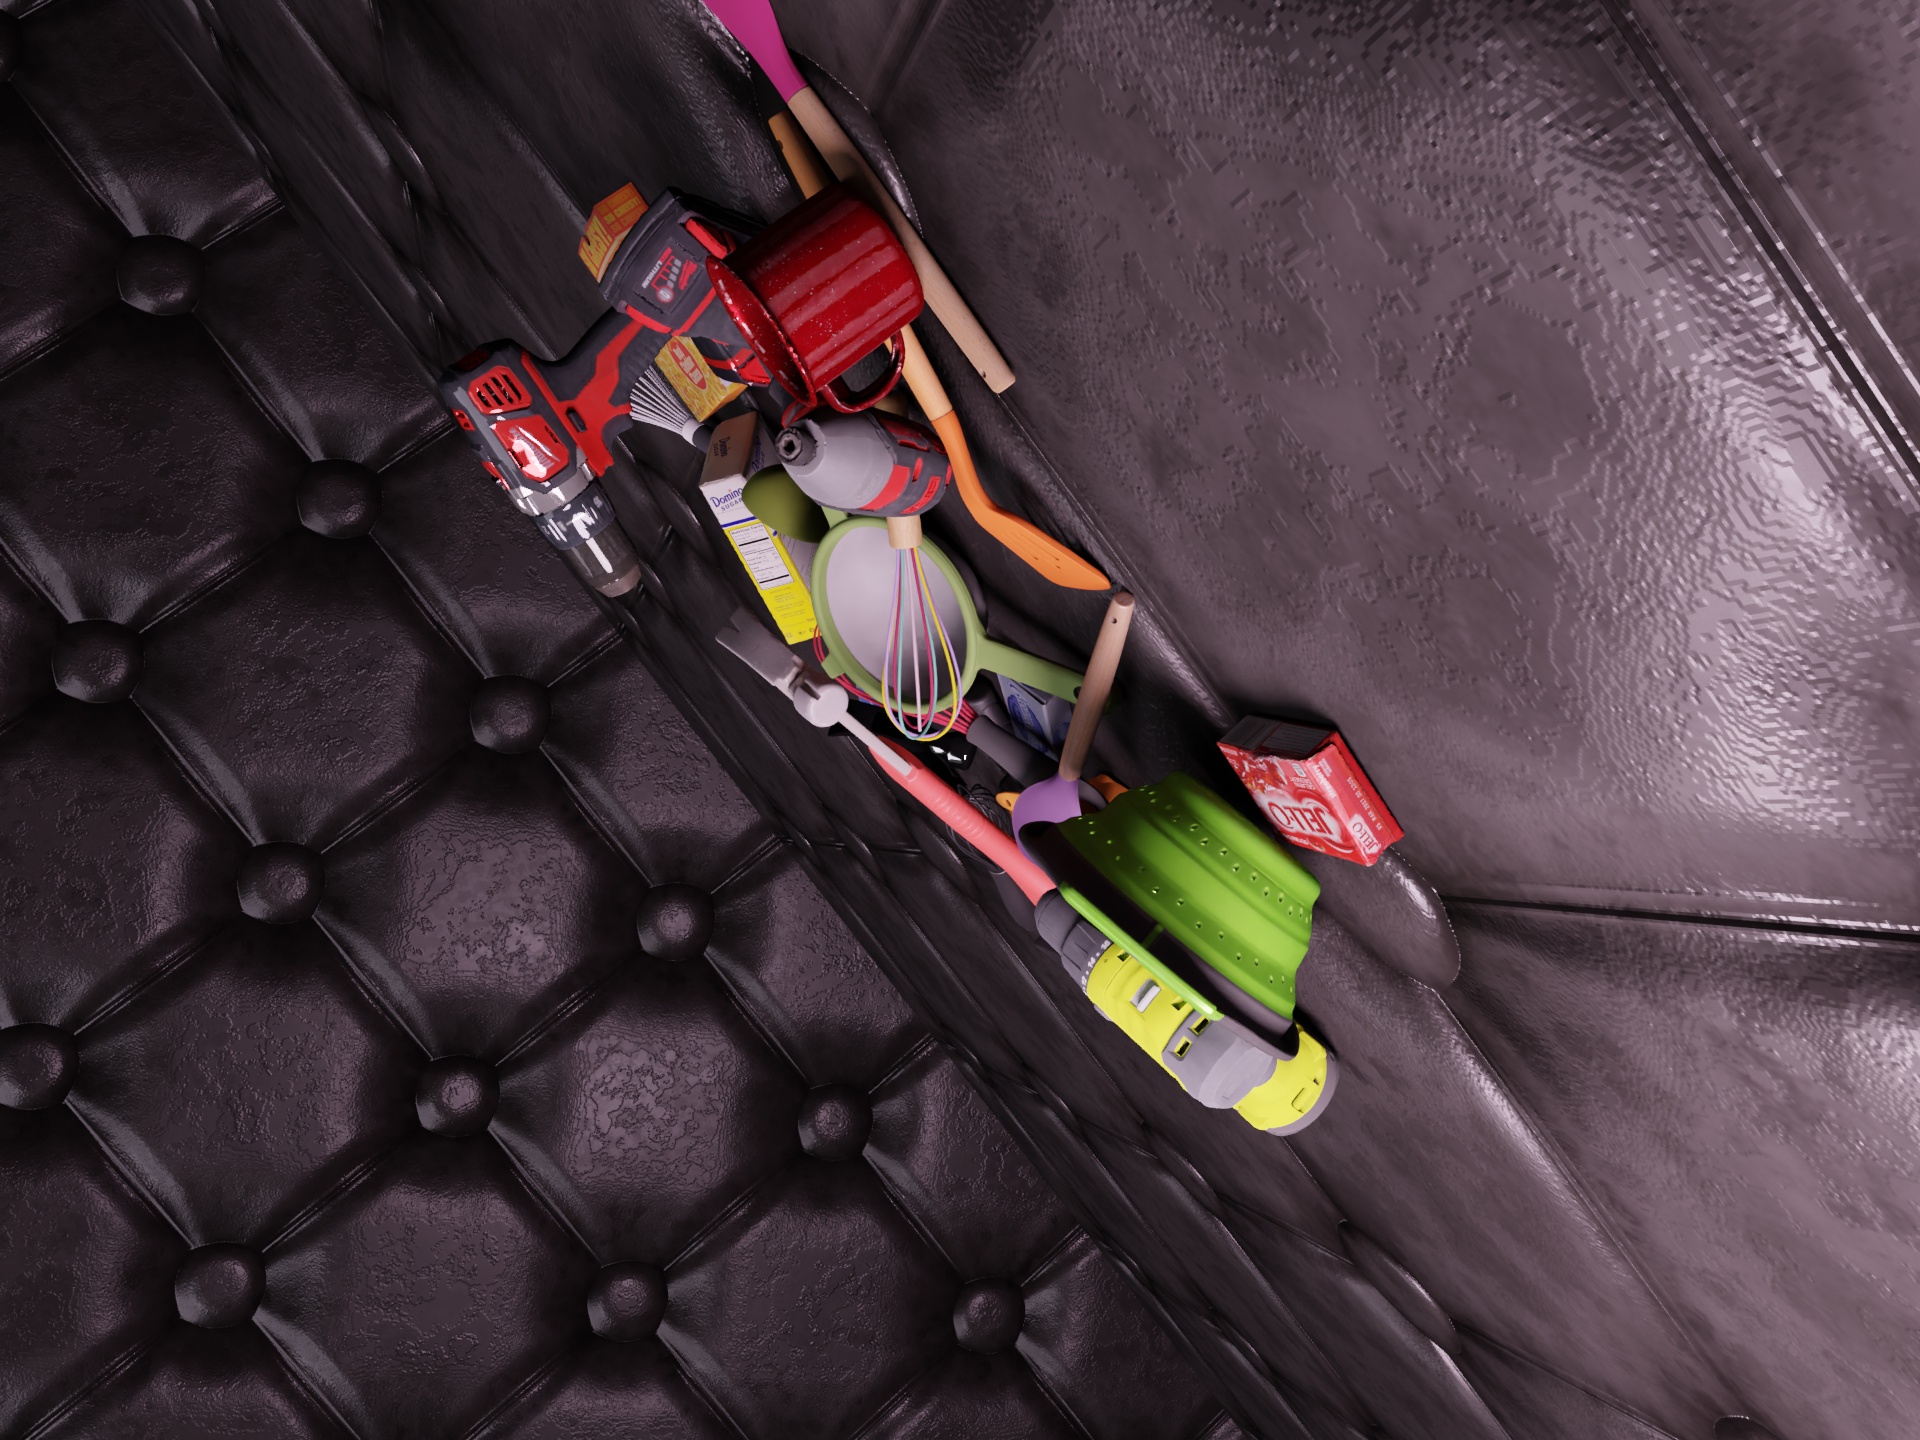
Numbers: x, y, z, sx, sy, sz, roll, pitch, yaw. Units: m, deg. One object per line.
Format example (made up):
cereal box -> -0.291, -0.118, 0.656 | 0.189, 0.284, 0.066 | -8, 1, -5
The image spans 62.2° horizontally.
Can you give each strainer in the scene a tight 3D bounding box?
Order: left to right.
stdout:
strainer -> 0.012, -0.067, 1.108 | 0.256, 0.069, 0.151 | 23, 129, 28

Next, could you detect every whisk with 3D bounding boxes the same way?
whisk -> -0.256, -0.275, 1.430 | 0.285, 0.070, 0.070 | 37, 161, 30
whisk -> -0.038, -0.096, 1.052 | 0.047, 0.051, 0.244 | 17, 123, 40
whisk -> -0.002, -0.004, 1.185 | 0.296, 0.073, 0.073 | 36, 160, 27
whisk -> 0.037, 0.127, 1.396 | 0.055, 0.055, 0.238 | 41, 167, 36

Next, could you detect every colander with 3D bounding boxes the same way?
colander -> 0.156, 0.102, 1.005 | 0.204, 0.094, 0.397 | 40, -176, 12

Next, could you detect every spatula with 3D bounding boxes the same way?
spatula -> -0.015, -0.202, 0.917 | 0.322, 0.041, 0.081 | 60, 165, -16
spatula -> 0.074, 0.018, 1.046 | 0.060, 0.018, 0.315 | 36, 148, 16

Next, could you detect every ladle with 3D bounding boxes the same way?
ladle -> -0.100, -0.105, 1.331 | 0.078, 0.062, 0.319 | 49, 172, 32

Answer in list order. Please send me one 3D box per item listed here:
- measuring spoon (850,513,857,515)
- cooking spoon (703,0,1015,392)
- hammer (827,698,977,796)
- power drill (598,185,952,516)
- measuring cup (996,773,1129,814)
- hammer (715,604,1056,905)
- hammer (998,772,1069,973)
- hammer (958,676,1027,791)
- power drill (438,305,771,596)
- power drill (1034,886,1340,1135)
measuring spoon -> -0.083, -0.171, 1.231 | 0.034, 0.018, 0.124 | 60, 171, -19
cooking spoon -> -0.069, -0.305, 0.830 | 0.319, 0.017, 0.069 | 53, 163, -7
hammer -> -0.032, 0.037, 1.402 | 0.128, 0.033, 0.331 | 18, 171, 10
power drill -> -0.109, -0.210, 0.946 | 0.220, 0.078, 0.143 | 50, -157, 17
measuring cup -> 0.074, 0.086, 1.202 | 0.174, 0.052, 0.095 | 11, 131, 46
hammer -> -0.033, 0.043, 1.186 | 0.358, 0.037, 0.149 | 42, 177, -41
hammer -> 0.085, 0.151, 1.458 | 0.127, 0.034, 0.336 | 39, 161, 38
hammer -> 0.101, 0.103, 1.288 | 0.334, 0.035, 0.146 | 53, 165, -4
power drill -> -0.214, -0.211, 1.084 | 0.080, 0.227, 0.187 | 29, 154, 57
power drill -> 0.158, 0.202, 1.110 | 0.191, 0.080, 0.228 | 40, -178, 38
